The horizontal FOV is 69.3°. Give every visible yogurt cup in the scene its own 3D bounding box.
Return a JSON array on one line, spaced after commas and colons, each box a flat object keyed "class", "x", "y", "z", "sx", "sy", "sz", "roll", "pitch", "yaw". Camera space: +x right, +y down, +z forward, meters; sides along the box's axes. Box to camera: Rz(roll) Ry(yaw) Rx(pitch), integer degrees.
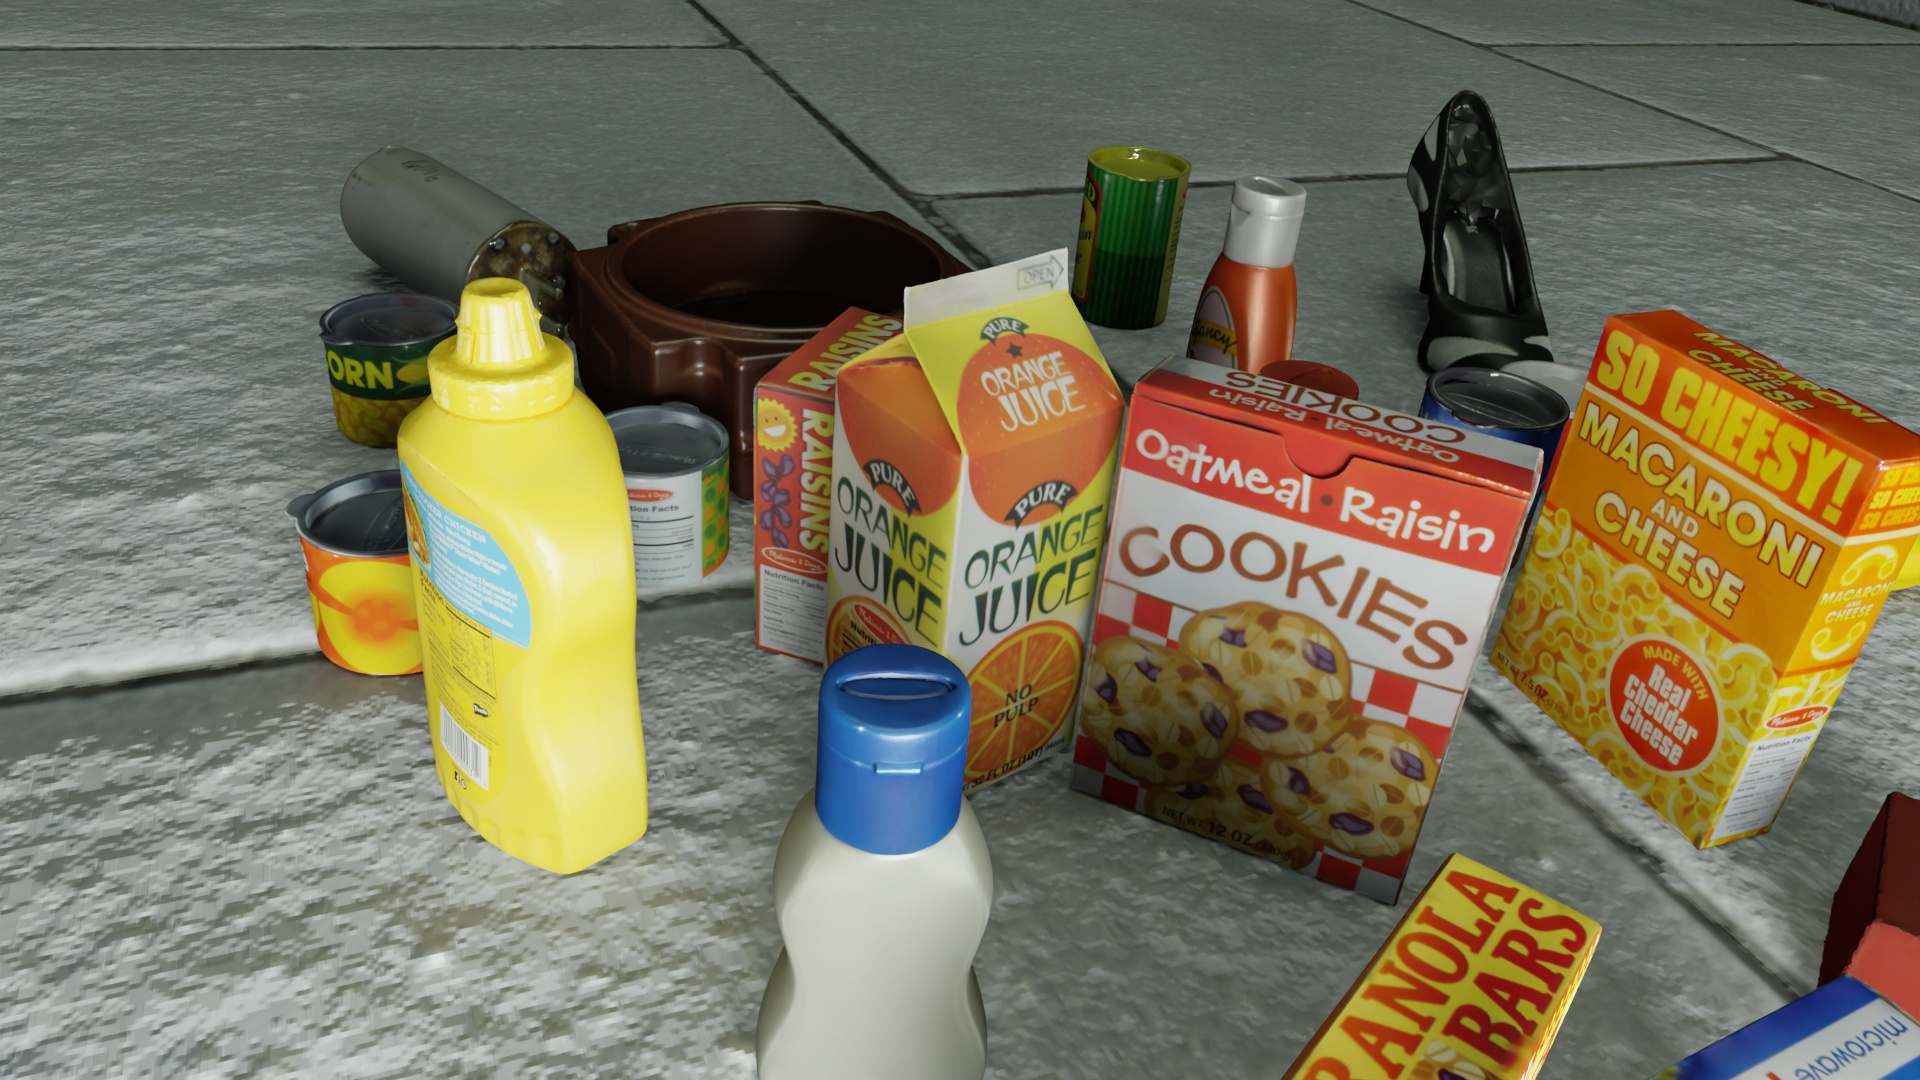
[{"class": "yogurt cup", "x": 0.324, "y": -0.061, "z": 0.765, "sx": 0.072, "sy": 0.053, "sz": 0.073, "roll": 4, "pitch": 31, "yaw": -2}]

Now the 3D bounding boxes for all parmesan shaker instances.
[{"class": "parmesan shaker", "x": 0.109, "y": -0.196, "z": 0.903, "sx": 0.071, "sy": 0.102, "sz": 0.071, "roll": 4, "pitch": 31, "yaw": -2}]

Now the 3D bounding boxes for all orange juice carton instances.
[{"class": "orange juice carton", "x": 0.002, "y": -0.006, "z": 0.491, "sx": 0.072, "sy": 0.191, "sz": 0.073, "roll": -19, "pitch": 39, "yaw": -35}]

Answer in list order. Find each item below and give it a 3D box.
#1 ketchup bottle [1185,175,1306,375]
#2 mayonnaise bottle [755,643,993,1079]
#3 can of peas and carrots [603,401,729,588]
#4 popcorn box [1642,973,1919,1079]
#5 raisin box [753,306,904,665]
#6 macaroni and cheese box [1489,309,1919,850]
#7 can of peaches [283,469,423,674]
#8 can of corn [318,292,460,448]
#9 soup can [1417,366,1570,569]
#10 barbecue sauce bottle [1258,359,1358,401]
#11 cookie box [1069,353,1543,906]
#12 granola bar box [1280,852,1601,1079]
[{"class": "ketchup bottle", "x": 0.151, "y": -0.116, "z": 0.736, "sx": 0.043, "sy": 0.148, "sz": 0.065, "roll": -9, "pitch": 34, "yaw": -23}, {"class": "mayonnaise bottle", "x": -0.021, "y": 0.096, "z": 0.364, "sx": 0.065, "sy": 0.147, "sz": 0.041, "roll": 1, "pitch": 31, "yaw": -7}, {"class": "can of peas and carrots", "x": -0.136, "y": -0.021, "z": 0.621, "sx": 0.071, "sy": 0.058, "sz": 0.071, "roll": 4, "pitch": 31, "yaw": -2}, {"class": "popcorn box", "x": 0.182, "y": 0.167, "z": 0.341, "sx": 0.127, "sy": 0.084, "sz": 0.038, "roll": -12, "pitch": 35, "yaw": -26}, {"class": "raisin box", "x": -0.050, "y": -0.023, "z": 0.576, "sx": 0.040, "sy": 0.122, "sz": 0.086, "roll": 15, "pitch": 33, "yaw": 16}, {"class": "macaroni and cheese box", "x": 0.278, "y": 0.012, "z": 0.531, "sx": 0.040, "sy": 0.165, "sz": 0.124, "roll": -7, "pitch": 34, "yaw": -20}, {"class": "can of peaches", "x": -0.227, "y": 0.012, "z": 0.553, "sx": 0.071, "sy": 0.057, "sz": 0.071, "roll": 4, "pitch": 31, "yaw": -2}, {"class": "can of corn", "x": -0.286, "y": -0.086, "z": 0.702, "sx": 0.071, "sy": 0.058, "sz": 0.071, "roll": 4, "pitch": 31, "yaw": -2}, {"class": "soup can", "x": 0.249, "y": -0.033, "z": 0.678, "sx": 0.071, "sy": 0.083, "sz": 0.072, "roll": 4, "pitch": 31, "yaw": -2}, {"class": "barbecue sauce bottle", "x": 0.119, "y": 0.005, "z": 0.534, "sx": 0.044, "sy": 0.147, "sz": 0.065, "roll": 31, "pitch": 39, "yaw": 35}, {"class": "cookie box", "x": 0.109, "y": 0.032, "z": 0.470, "sx": 0.123, "sy": 0.166, "sz": 0.040, "roll": 17, "pitch": 33, "yaw": 19}, {"class": "granola bar box", "x": 0.074, "y": 0.161, "z": 0.296, "sx": 0.039, "sy": 0.123, "sz": 0.166, "roll": 26, "pitch": 37, "yaw": 30}]
